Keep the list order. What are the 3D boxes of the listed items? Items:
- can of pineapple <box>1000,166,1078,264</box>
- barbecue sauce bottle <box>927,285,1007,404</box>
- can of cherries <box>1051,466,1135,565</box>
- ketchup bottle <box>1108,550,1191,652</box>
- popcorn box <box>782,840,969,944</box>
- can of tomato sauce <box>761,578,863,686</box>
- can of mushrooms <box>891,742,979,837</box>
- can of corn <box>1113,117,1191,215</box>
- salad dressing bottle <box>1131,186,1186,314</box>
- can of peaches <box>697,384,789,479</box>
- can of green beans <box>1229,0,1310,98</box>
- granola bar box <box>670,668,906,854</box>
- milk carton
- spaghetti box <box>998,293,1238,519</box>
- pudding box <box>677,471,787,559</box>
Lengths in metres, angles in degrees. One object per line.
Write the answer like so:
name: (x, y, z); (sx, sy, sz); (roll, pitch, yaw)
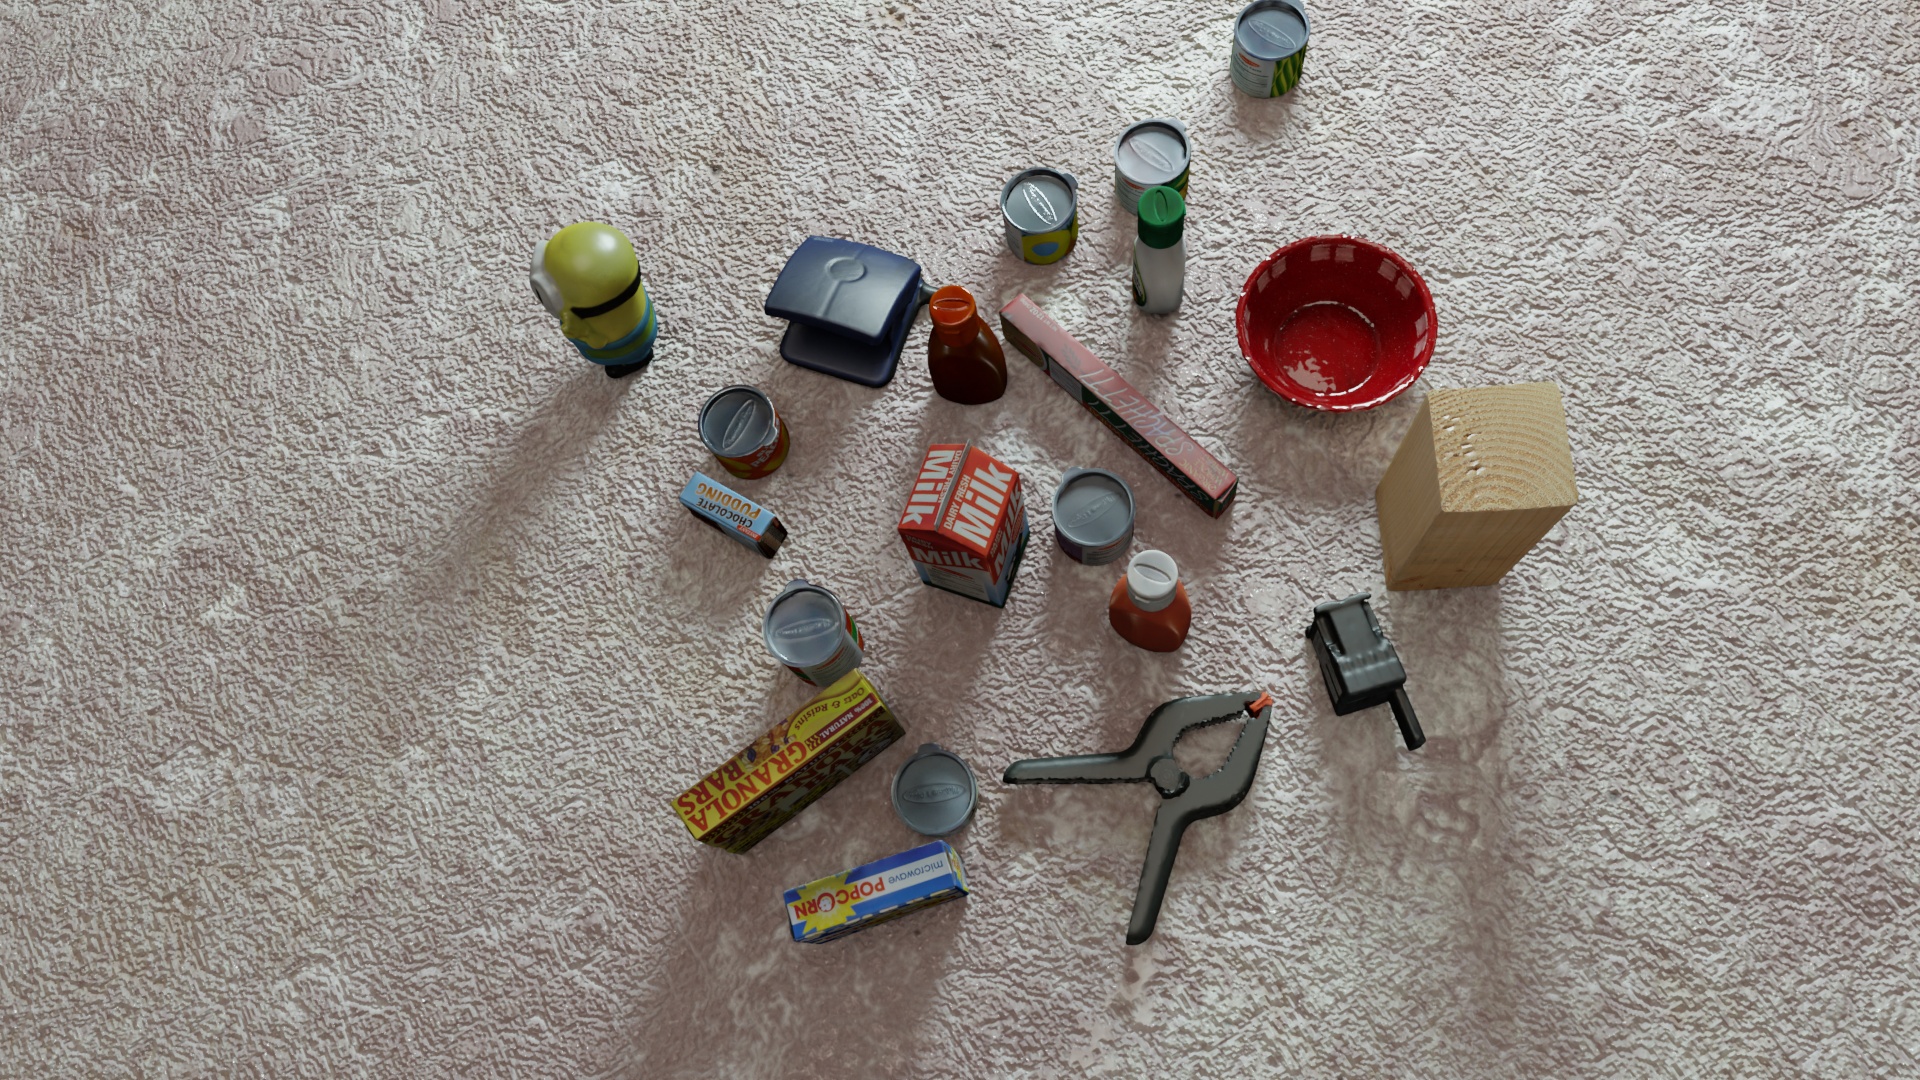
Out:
can of pineapple: (0.072, -0.284, 1.216); (0.071, 0.057, 0.071); (-2, 72, 6)
barbecue sauce bottle: (0.002, -0.158, 1.136); (0.065, 0.148, 0.044); (2, 73, 8)
can of cherries: (0.107, -0.020, 1.127); (0.071, 0.058, 0.071); (-2, 72, 6)
ketchup bottle: (0.144, 0.046, 1.053); (0.065, 0.148, 0.043); (22, 77, 13)
popcorn box: (-0.061, 0.265, 1.040); (0.127, 0.085, 0.038); (-18, 72, 1)
can of tomato sauce: (-0.117, 0.076, 1.109); (0.071, 0.083, 0.071); (-2, 72, 6)
can of mushrooms: (-0.019, 0.195, 1.085); (0.071, 0.033, 0.071); (-2, 72, 6)
can of corn: (0.170, -0.327, 1.219); (0.071, 0.058, 0.071); (-2, 72, 6)
salad dressing bottle: (0.164, -0.238, 1.144); (0.044, 0.147, 0.064); (-6, 72, 5)
can of peaches: (-0.182, -0.090, 1.183); (0.071, 0.058, 0.071); (-2, 72, 6)
can of green beans: (0.276, -0.440, 1.243); (0.071, 0.057, 0.071); (-2, 72, 6)
granola bar box: (-0.125, 0.172, 1.057); (0.166, 0.124, 0.039); (-36, 72, -5)
milk carton: (0.004, -0.013, 1.067); (0.073, 0.190, 0.072); (17, 76, 12)
spaghetti box: (0.130, -0.113, 1.158); (0.029, 0.050, 0.250); (-45, 73, -8)
pudding box: (-0.191, -0.021, 1.166); (0.084, 0.049, 0.030); (28, 78, 14)
